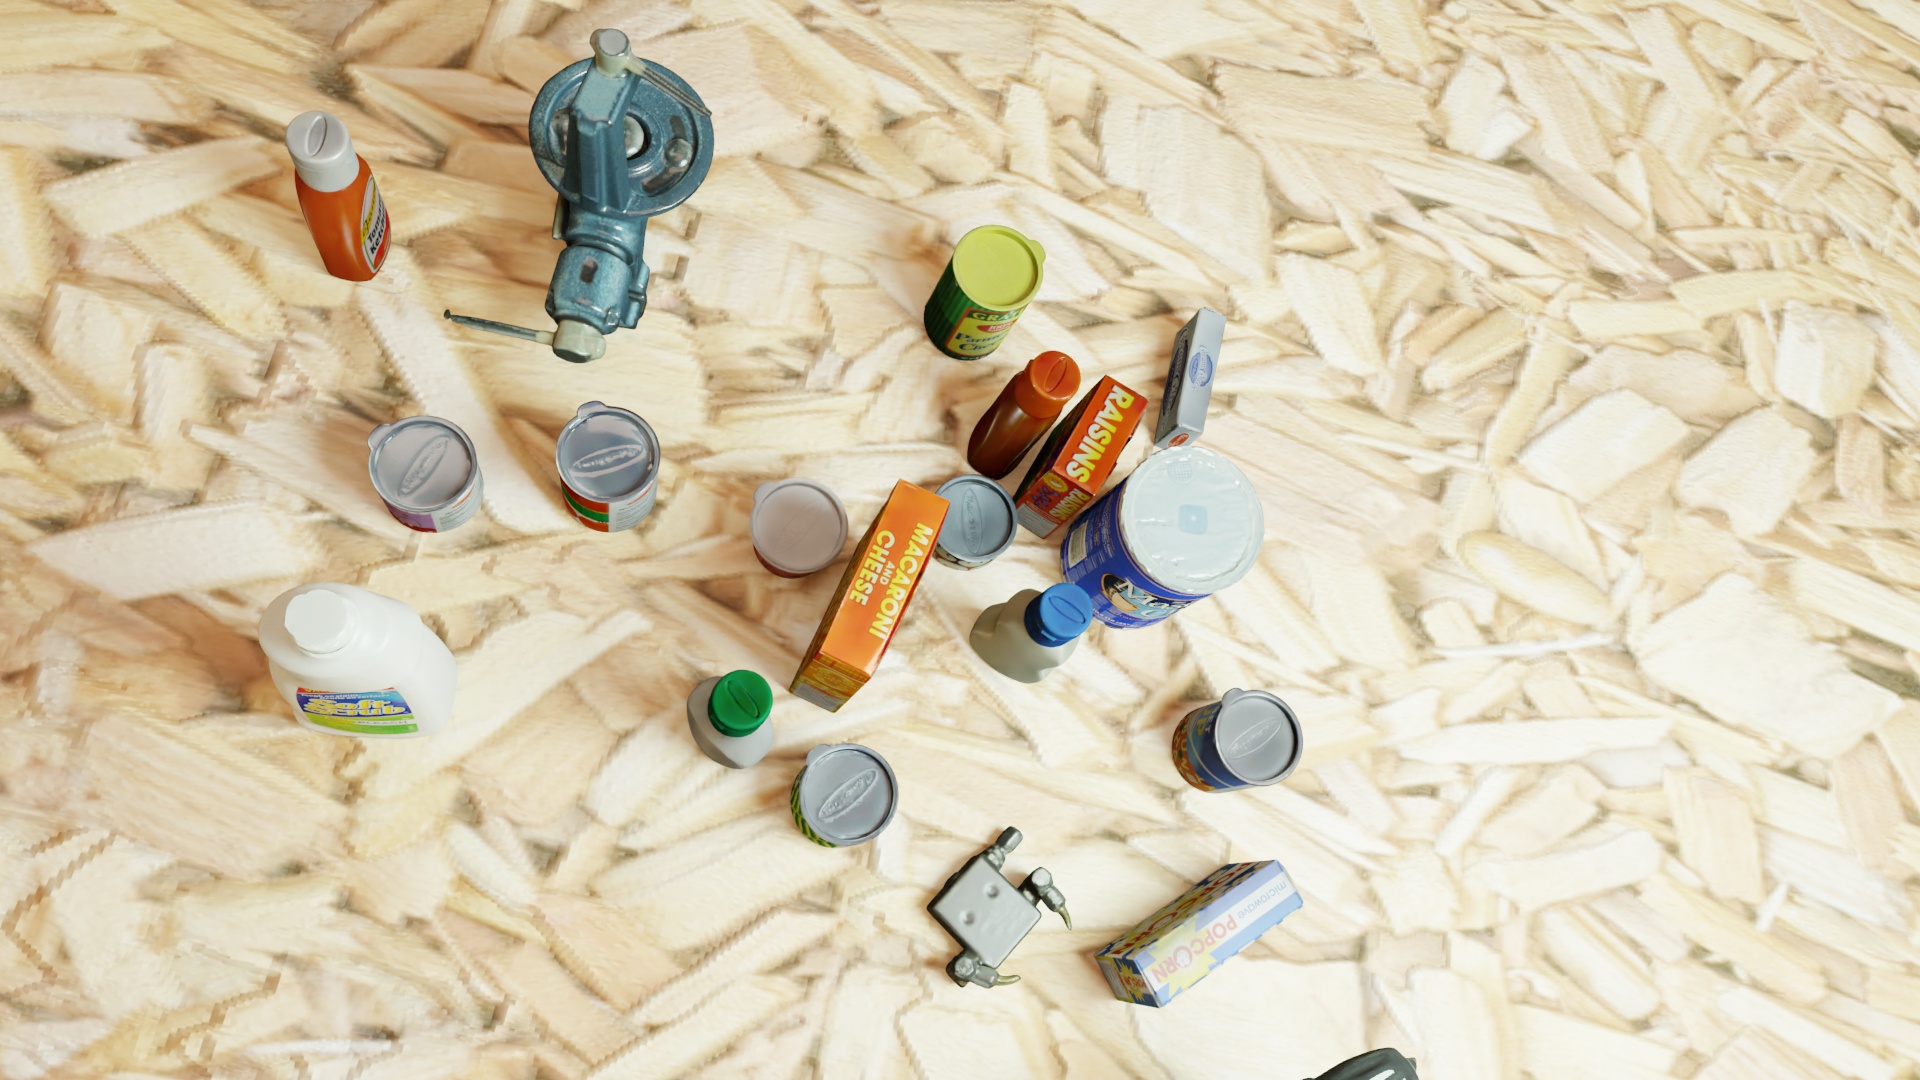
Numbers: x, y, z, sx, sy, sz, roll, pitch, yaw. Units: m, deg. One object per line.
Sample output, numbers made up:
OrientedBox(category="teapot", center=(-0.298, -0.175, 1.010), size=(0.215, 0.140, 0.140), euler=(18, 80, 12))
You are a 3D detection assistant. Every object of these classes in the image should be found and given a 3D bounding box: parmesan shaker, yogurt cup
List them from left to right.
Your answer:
OrientedBox(category="yogurt cup", center=(-0.116, -0.005, 0.974), size=(0.072, 0.053, 0.072), euler=(3, 75, -13))
OrientedBox(category="parmesan shaker", center=(0.018, -0.181, 1.028), size=(0.071, 0.102, 0.071), euler=(3, 75, -13))

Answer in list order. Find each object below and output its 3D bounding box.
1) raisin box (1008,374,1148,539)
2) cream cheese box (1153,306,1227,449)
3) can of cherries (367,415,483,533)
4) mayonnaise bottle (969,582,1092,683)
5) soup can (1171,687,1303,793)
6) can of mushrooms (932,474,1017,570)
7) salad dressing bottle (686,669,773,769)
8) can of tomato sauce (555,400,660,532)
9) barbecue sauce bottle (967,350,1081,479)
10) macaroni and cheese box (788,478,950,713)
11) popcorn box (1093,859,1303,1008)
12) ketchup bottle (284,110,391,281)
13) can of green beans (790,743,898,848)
OrientedBox(category="raisin box", center=(0.082, -0.057, 1.000), size=(0.040, 0.123, 0.086), euler=(33, 71, -4))
OrientedBox(category="cream cheese box", center=(0.178, -0.124, 1.078), size=(0.024, 0.053, 0.104), euler=(17, 72, -9))
OrientedBox(category="can of cherries", center=(-0.356, -0.045, 0.924), size=(0.071, 0.058, 0.071), euler=(3, 75, -13))
OrientedBox(category="mayonnaise bottle", center=(0.051, 0.061, 0.947), size=(0.065, 0.147, 0.041), euler=(35, 71, -3))
OrientedBox(category="soup can", center=(0.195, 0.143, 0.995), size=(0.071, 0.083, 0.071), euler=(3, 75, -13))
OrientedBox(category="can of mushrooms", center=(0.004, -0.013, 1.016), size=(0.071, 0.033, 0.071), euler=(3, 75, -13))
OrientedBox(category="salad dressing bottle", center=(-0.145, 0.112, 0.886), size=(0.044, 0.147, 0.064), euler=(-40, 88, -19))
OrientedBox(category="can of tomato sauce", center=(-0.239, -0.048, 0.940), size=(0.071, 0.083, 0.071), euler=(3, 75, -13))
OrientedBox(category="barbecue sauce bottle", center=(0.046, -0.092, 0.987), size=(0.043, 0.148, 0.065), euler=(31, 71, -4))
OrientedBox(category="macaroni and cheese box", center=(-0.062, 0.041, 0.915), size=(0.040, 0.166, 0.124), euler=(26, 71, -6))
OrientedBox(category="popcorn box", center=(0.163, 0.268, 0.952), size=(0.127, 0.085, 0.038), euler=(-29, 84, -19))
OrientedBox(category="ketchup bottle", center=(-0.409, -0.227, 0.912), size=(0.043, 0.148, 0.065), euler=(8, 74, -12))
OrientedBox(category="can of green beans", center=(-0.079, 0.172, 0.933), size=(0.071, 0.057, 0.071), euler=(3, 75, -13))
